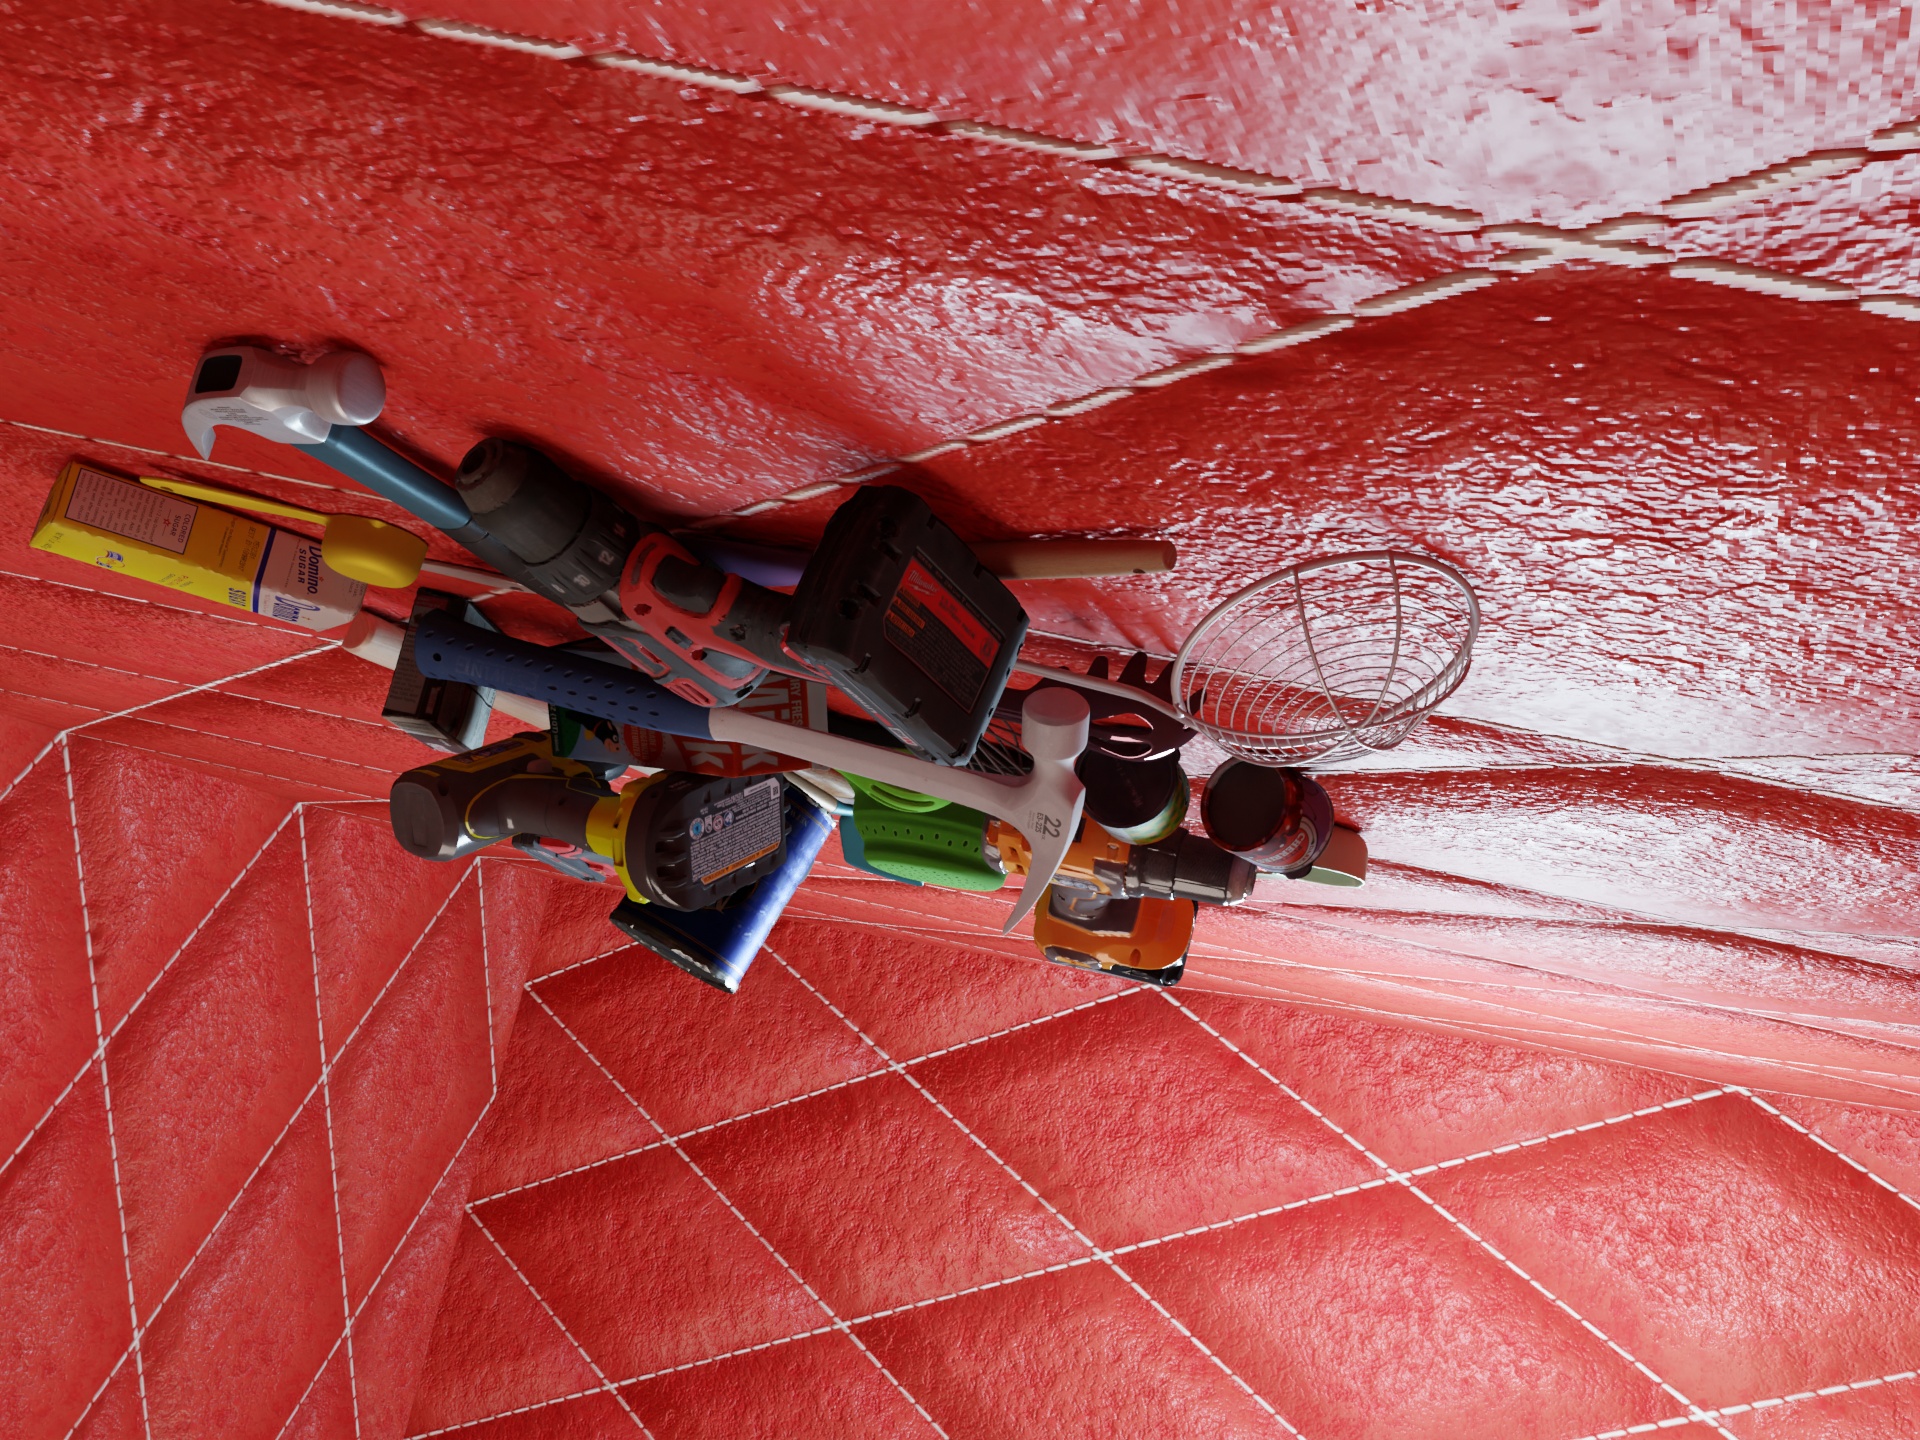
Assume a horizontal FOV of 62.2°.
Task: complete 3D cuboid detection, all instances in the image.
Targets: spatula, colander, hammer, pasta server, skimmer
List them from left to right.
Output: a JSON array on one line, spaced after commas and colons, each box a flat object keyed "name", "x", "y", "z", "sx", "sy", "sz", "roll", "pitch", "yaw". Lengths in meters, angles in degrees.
[{"name": "hammer", "x": -0.247, "y": -0.100, "z": 0.804, "sx": 0.128, "sy": 0.033, "sz": 0.330, "roll": 6, "pitch": 167, "yaw": 23}, {"name": "hammer", "x": -0.308, "y": 0.006, "z": 1.283, "sx": 0.146, "sy": 0.038, "sz": 0.410, "roll": 20, "pitch": 174, "yaw": 40}, {"name": "hammer", "x": -0.126, "y": 0.007, "z": 0.882, "sx": 0.405, "sy": 0.035, "sz": 0.144, "roll": 14, "pitch": 125, "yaw": 18}, {"name": "hammer", "x": -0.156, "y": 0.026, "z": 1.291, "sx": 0.130, "sy": 0.031, "sz": 0.331, "roll": 4, "pitch": 165, "yaw": 33}, {"name": "spatula", "x": -0.120, "y": 0.072, "z": 1.284, "sx": 0.082, "sy": 0.044, "sz": 0.317, "roll": 14, "pitch": 168, "yaw": 27}, {"name": "colander", "x": -0.074, "y": 0.053, "z": 1.179, "sx": 0.396, "sy": 0.094, "sz": 0.204, "roll": 21, "pitch": 165, "yaw": -36}, {"name": "spatula", "x": -0.039, "y": -0.075, "z": 0.747, "sx": 0.316, "sy": 0.018, "sz": 0.059, "roll": 4, "pitch": 162, "yaw": 38}, {"name": "pasta server", "x": -0.026, "y": -0.024, "z": 0.869, "sx": 0.316, "sy": 0.040, "sz": 0.060, "roll": 11, "pitch": 127, "yaw": 16}, {"name": "skimmer", "x": 0.059, "y": -0.048, "z": 0.749, "sx": 0.363, "sy": 0.090, "sz": 0.127, "roll": 15, "pitch": 166, "yaw": 44}]

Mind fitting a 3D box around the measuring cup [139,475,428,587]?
[{"name": "measuring cup", "x": -0.387, "y": -0.107, "z": 0.908, "sx": 0.156, "sy": 0.029, "sz": 0.062, "roll": 13, "pitch": 168, "yaw": -18}]

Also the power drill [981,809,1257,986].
[{"name": "power drill", "x": 0.124, "y": 0.123, "z": 1.145, "sx": 0.185, "sy": 0.084, "sz": 0.226, "roll": 10, "pitch": 157, "yaw": 18}]

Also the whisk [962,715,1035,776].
[{"name": "whisk", "x": -0.001, "y": -0.003, "z": 0.982, "sx": 0.055, "sy": 0.055, "sz": 0.238, "roll": 6, "pitch": 162, "yaw": 28}]

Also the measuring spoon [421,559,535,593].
[{"name": "measuring spoon", "x": -0.317, "y": -0.086, "z": 0.969, "sx": 0.124, "sy": 0.018, "sz": 0.034, "roll": 11, "pitch": 168, "yaw": 2}]

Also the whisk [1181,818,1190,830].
[{"name": "whisk", "x": 0.127, "y": 0.100, "z": 1.320, "sx": 0.059, "sy": 0.058, "sz": 0.246, "roll": 50, "pitch": 164, "yaw": -8}]

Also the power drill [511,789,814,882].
[{"name": "power drill", "x": -0.239, "y": 0.085, "z": 1.273, "sx": 0.220, "sy": 0.079, "sz": 0.143, "roll": 3, "pitch": 159, "yaw": 24}]

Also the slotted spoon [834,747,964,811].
[{"name": "slotted spoon", "x": -0.148, "y": 0.004, "z": 1.060, "sx": 0.314, "sy": 0.031, "sz": 0.070, "roll": 18, "pitch": 147, "yaw": 1}]

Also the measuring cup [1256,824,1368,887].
[{"name": "measuring cup", "x": 0.251, "y": 0.103, "z": 1.230, "sx": 0.083, "sy": 0.038, "sz": 0.167, "roll": 16, "pitch": 169, "yaw": -18}]

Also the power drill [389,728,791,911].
[{"name": "power drill", "x": -0.226, "y": 0.050, "z": 1.041, "sx": 0.228, "sy": 0.080, "sz": 0.190, "roll": 8, "pitch": -163, "yaw": 30}]

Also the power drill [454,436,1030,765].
[{"name": "power drill", "x": -0.104, "y": -0.061, "z": 0.714, "sx": 0.227, "sy": 0.080, "sz": 0.187, "roll": 10, "pitch": 158, "yaw": 40}]
